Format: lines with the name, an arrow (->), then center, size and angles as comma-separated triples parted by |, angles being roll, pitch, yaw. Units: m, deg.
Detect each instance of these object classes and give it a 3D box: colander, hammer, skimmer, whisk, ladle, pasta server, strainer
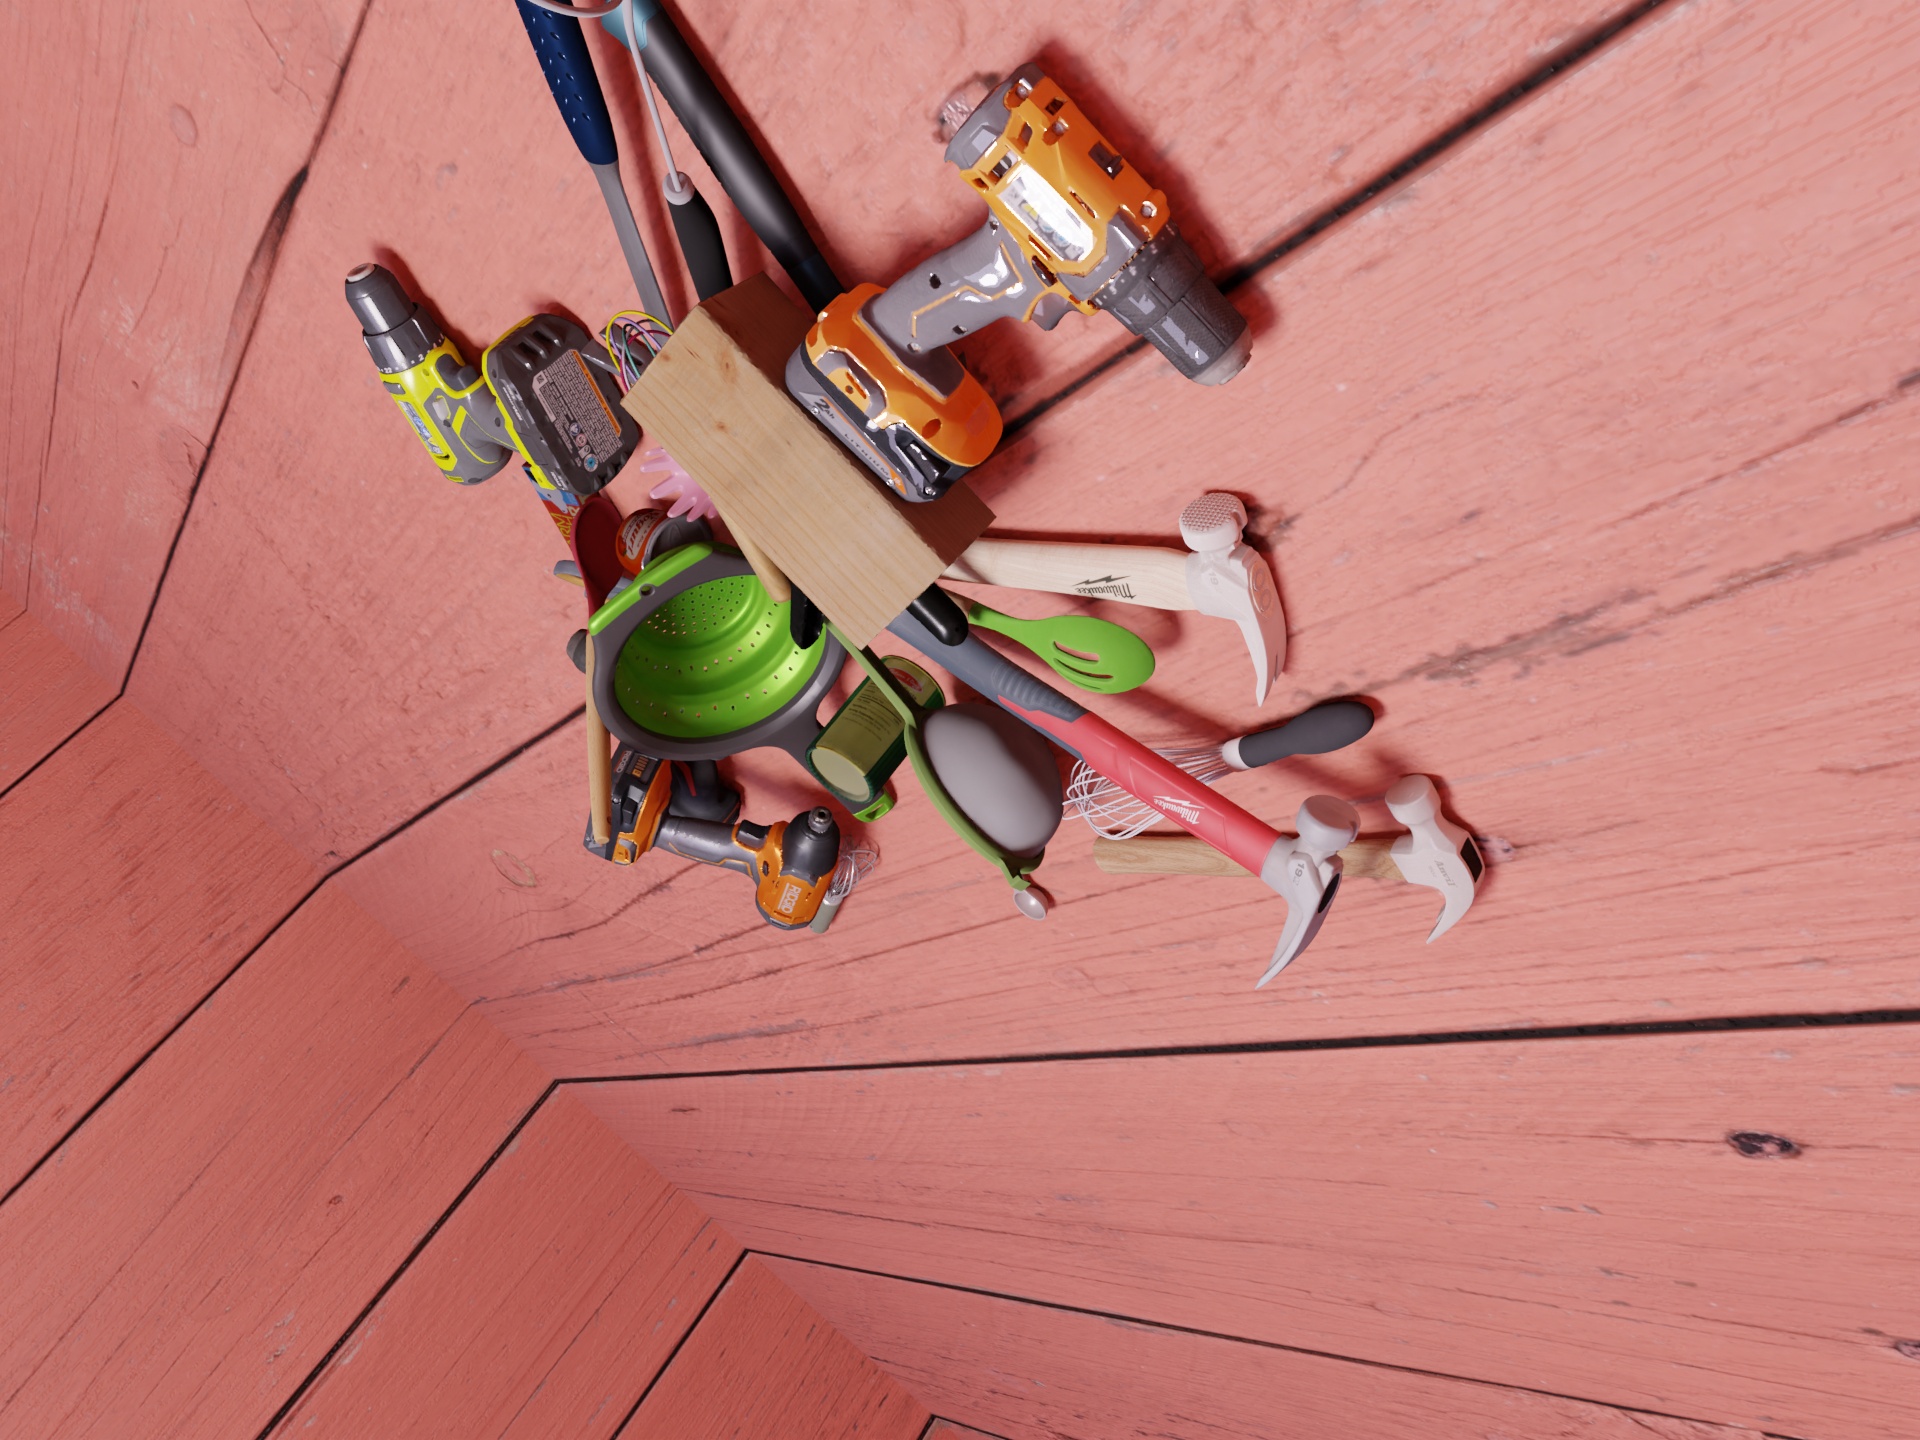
colander -> -0.163, -0.033, 1.303 | 0.396, 0.204, 0.095 | 50, -172, -52
hammer -> 0.087, 0.026, 1.094 | 0.387, 0.038, 0.143 | 34, 129, 28
skimmer -> -0.197, -0.330, 0.864 | 0.090, 0.127, 0.363 | -11, 153, 0
whisk -> -0.128, 0.172, 1.606 | 0.246, 0.059, 0.058 | 118, 143, -64
hammer -> 0.025, -0.100, 1.075 | 0.411, 0.038, 0.146 | 12, 142, 38
ladle -> -0.286, -0.045, 1.257 | 0.031, 0.316, 0.069 | -20, 147, 18
hammer -> -0.105, -0.289, 0.959 | 0.128, 0.033, 0.330 | -3, 131, 50
whisk -> -0.168, -0.173, 1.079 | 0.244, 0.047, 0.051 | 62, -177, -39
pasta server -> -0.113, -0.160, 1.117 | 0.316, 0.040, 0.060 | 15, 132, 41
whisk -> 0.169, 0.030, 1.085 | 0.070, 0.070, 0.284 | 48, 144, -16
hammer -> 0.222, 0.100, 1.140 | 0.331, 0.031, 0.130 | -5, 129, 51
strainer -> -0.002, -0.004, 1.185 | 0.069, 0.151, 0.256 | -38, 98, 20
hammer -> -0.223, -0.338, 0.974 | 0.144, 0.035, 0.405 | 26, 154, 22

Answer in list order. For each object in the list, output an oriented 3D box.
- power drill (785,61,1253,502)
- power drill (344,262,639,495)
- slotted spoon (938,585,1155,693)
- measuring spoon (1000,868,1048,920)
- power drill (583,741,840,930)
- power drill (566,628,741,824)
power drill -> 0.030, -0.209, 0.856 | 0.185, 0.084, 0.226 | 43, 135, -11
power drill -> -0.374, -0.264, 1.241 | 0.229, 0.080, 0.190 | 16, 144, 38
slotted spoon -> -0.011, -0.079, 1.084 | 0.314, 0.031, 0.070 | 22, 149, 29
measuring spoon -> 0.045, 0.122, 1.384 | 0.034, 0.018, 0.124 | -2, 125, 48
power drill -> -0.219, 0.099, 1.454 | 0.226, 0.084, 0.164 | 22, 140, -4
power drill -> -0.294, 0.017, 1.540 | 0.188, 0.080, 0.226 | 30, 146, 13
